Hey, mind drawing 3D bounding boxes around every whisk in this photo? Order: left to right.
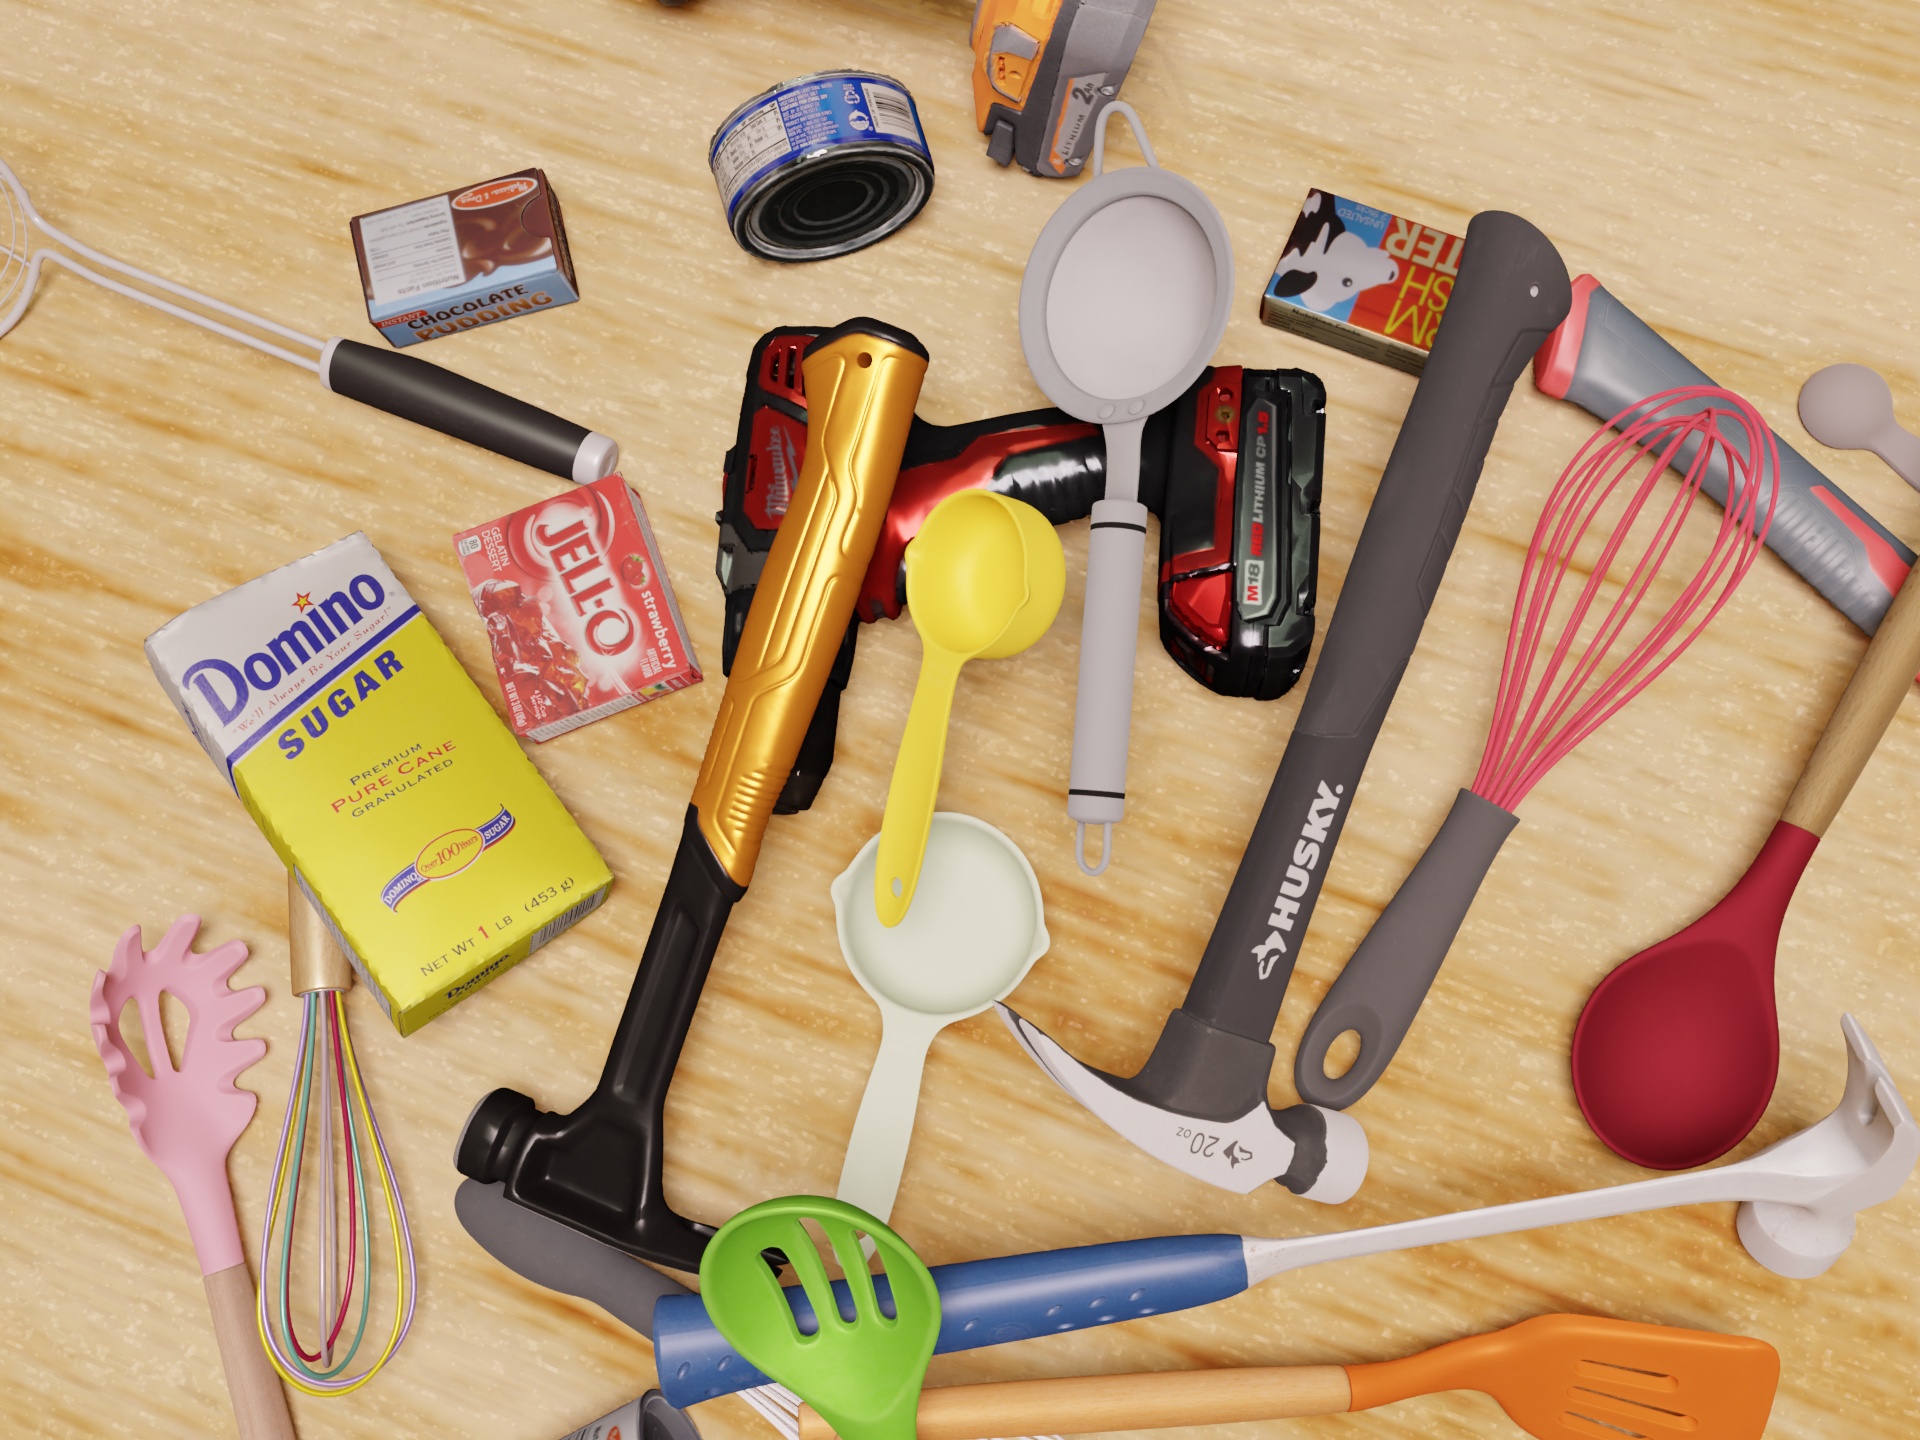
[{"bbox_3d":[-0.244,0.125,0.599,0.047,0.051,0.245,-17,72,25],"label":"whisk"},{"bbox_3d":[-0.062,0.234,0.565,0.285,0.070,0.070,26,83,13],"label":"whisk"},{"bbox_3d":[0.200,0.013,0.574,0.073,0.073,0.296,30,94,9],"label":"whisk"}]

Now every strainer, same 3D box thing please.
[{"bbox_3d":[0.055,-0.076,0.542,0.087,0.050,0.258,2,85,39],"label":"strainer"}]

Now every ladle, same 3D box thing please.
[{"bbox_3d":[0.309,0.015,0.562,0.069,0.031,0.315,28,95,10],"label":"ladle"}]

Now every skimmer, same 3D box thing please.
[{"bbox_3d":[-0.320,-0.150,0.633,0.363,0.127,0.090,21,40,3],"label":"skimmer"}]

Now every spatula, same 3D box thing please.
[{"bbox_3d":[0.108,0.232,0.532,0.322,0.041,0.081,0,118,-7],"label":"spatula"}]

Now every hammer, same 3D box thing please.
[{"bbox_3d":[-0.071,0.026,0.559,0.127,0.034,0.337,19,94,11],"label":"hammer"},{"bbox_3d":[0.102,0.171,0.516,0.405,0.143,0.035,-10,51,1],"label":"hammer"},{"bbox_3d":[0.125,-0.009,0.531,0.146,0.035,0.335,21,89,-25],"label":"hammer"},{"bbox_3d":[0.377,-0.039,0.590,0.143,0.038,0.386,-43,80,-5],"label":"hammer"}]

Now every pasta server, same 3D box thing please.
[{"bbox_3d":[-0.262,0.228,0.586,0.040,0.060,0.316,-27,78,41],"label":"pasta server"}]

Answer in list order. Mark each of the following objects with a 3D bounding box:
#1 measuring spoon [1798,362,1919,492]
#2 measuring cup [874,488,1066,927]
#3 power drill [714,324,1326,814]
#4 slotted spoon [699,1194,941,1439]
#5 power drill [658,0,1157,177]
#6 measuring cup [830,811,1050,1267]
[{"bbox_3d":[0.380,-0.095,0.610,0.124,0.018,0.034,41,85,9],"label":"measuring spoon"},{"bbox_3d":[-0.001,-0.002,0.551,0.062,0.029,0.156,25,107,43],"label":"measuring cup"},{"bbox_3d":[0.016,-0.052,0.601,0.226,0.080,0.188,4,80,8],"label":"power drill"},{"bbox_3d":[-0.008,0.278,0.503,0.070,0.031,0.313,-14,105,11],"label":"slotted spoon"},{"bbox_3d":[-0.040,-0.299,0.620,0.226,0.164,0.084,21,82,-5],"label":"power drill"},{"bbox_3d":[-0.018,0.117,0.591,0.083,0.038,0.167,14,83,6],"label":"measuring cup"}]
